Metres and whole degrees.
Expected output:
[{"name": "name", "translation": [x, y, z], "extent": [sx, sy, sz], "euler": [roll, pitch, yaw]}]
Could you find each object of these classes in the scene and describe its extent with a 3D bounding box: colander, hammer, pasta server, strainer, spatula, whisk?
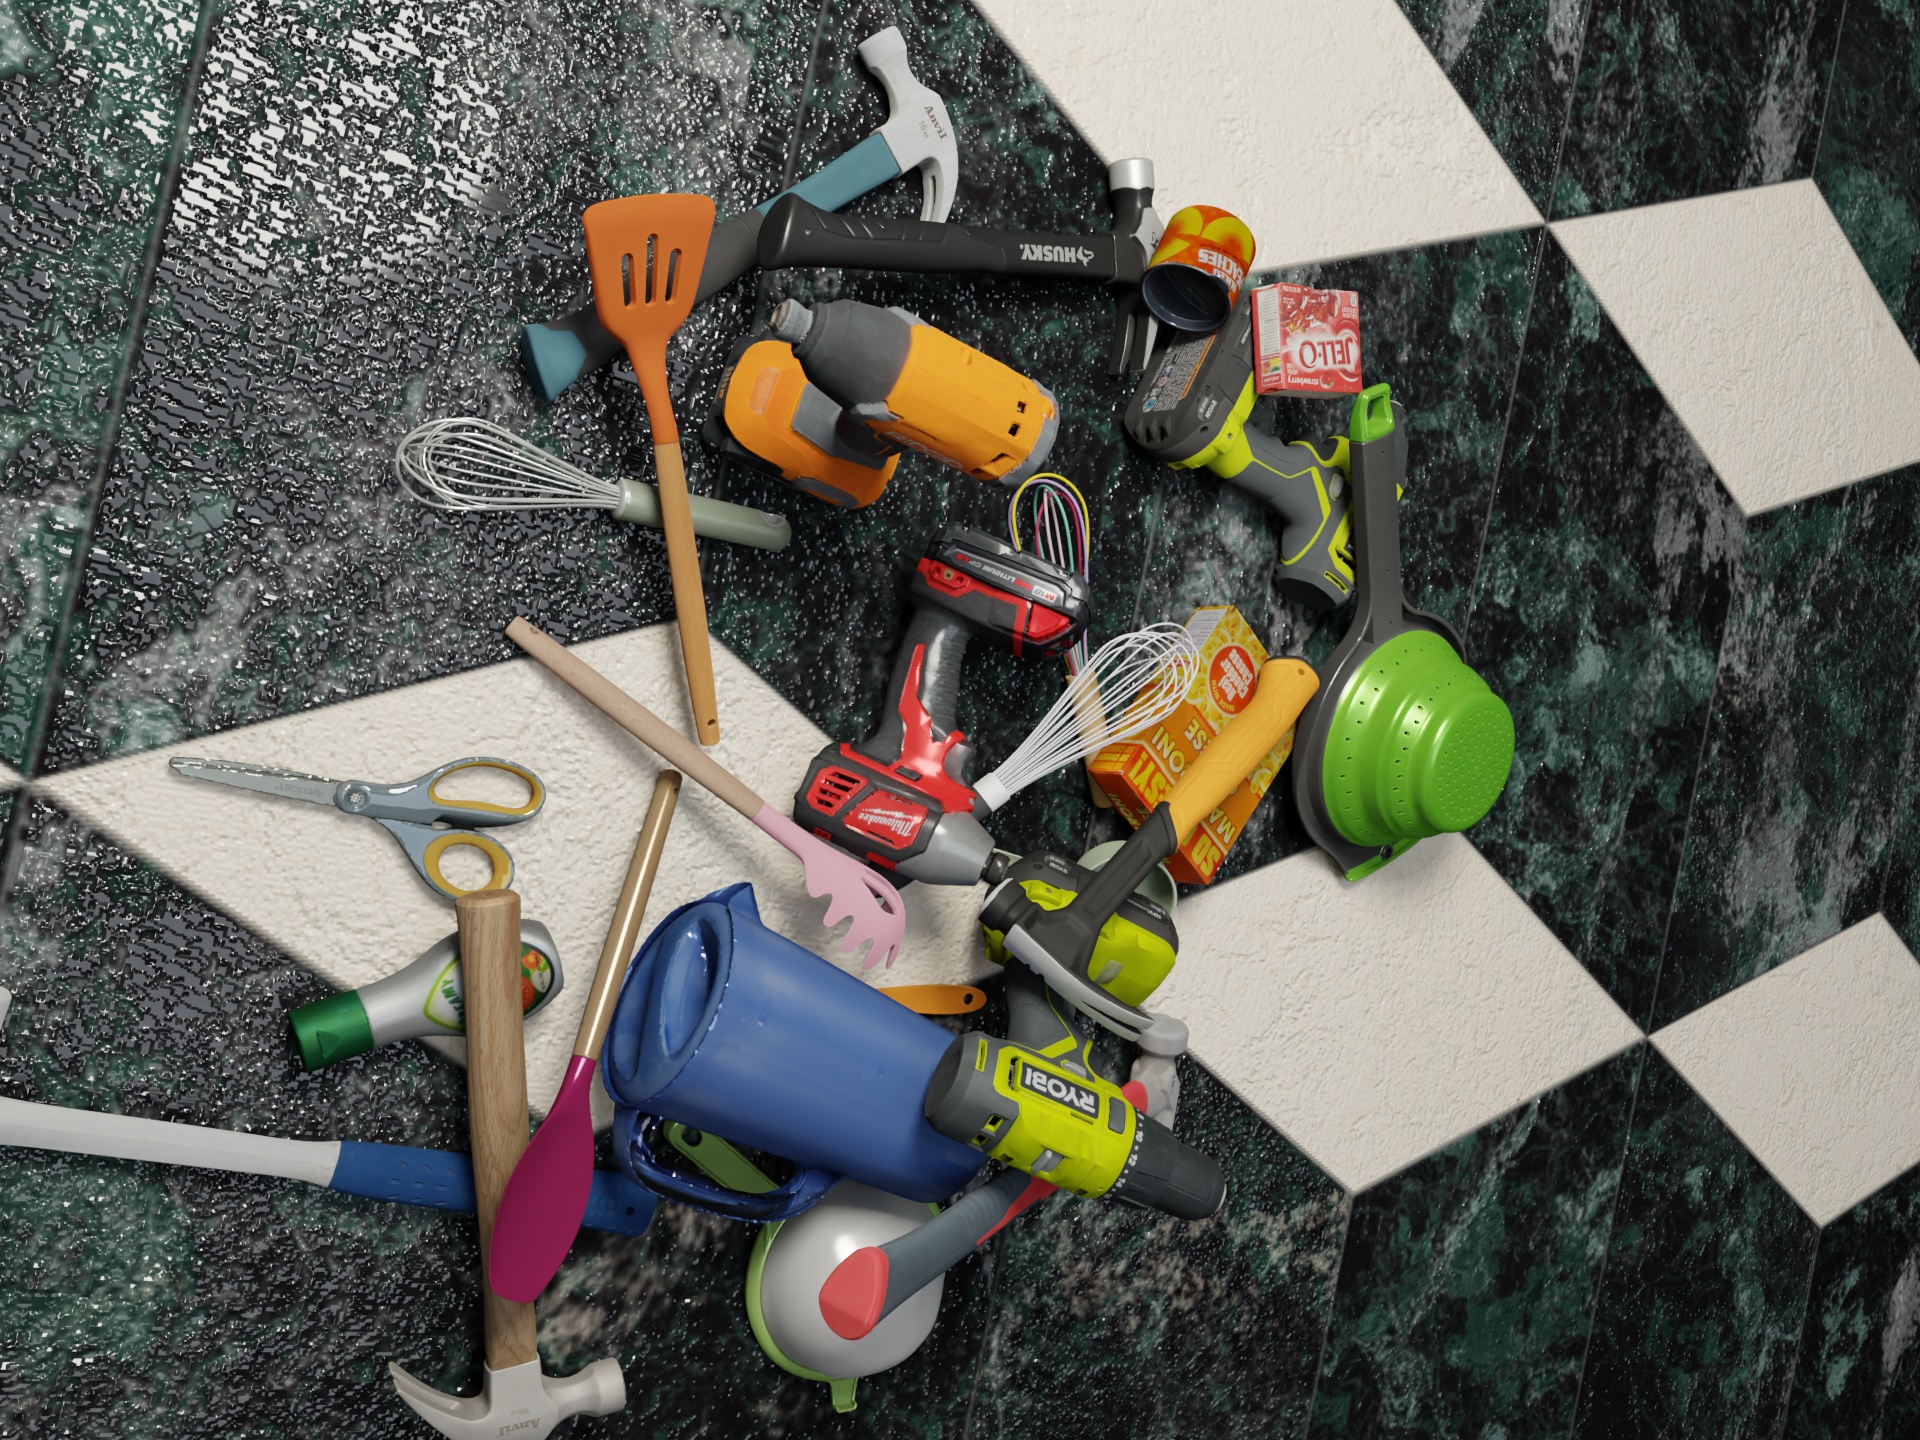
[{"name": "colander", "translation": [0.343, -0.051, 1.185], "extent": [0.204, 0.095, 0.396], "euler": [-26, 120, -30]}, {"name": "hammer", "translation": [-0.133, -0.300, 0.986], "extent": [0.331, 0.033, 0.128], "euler": [-39, 110, -21]}, {"name": "pasta server", "translation": [-0.151, 0.044, 0.978], "extent": [0.316, 0.060, 0.040], "euler": [39, 116, -13]}, {"name": "strainer", "translation": [-0.094, 0.340, 1.036], "extent": [0.151, 0.069, 0.256], "euler": [-50, 116, -17]}, {"name": "hammer", "translation": [0.040, 0.311, 1.024], "extent": [0.386, 0.038, 0.143], "euler": [-14, 116, -55]}, {"name": "spatula", "translation": [-0.165, -0.138, 0.932], "extent": [0.081, 0.041, 0.322], "euler": [-17, 110, -33]}, {"name": "whisk", "translation": [0.046, 0.028, 1.078], "extent": [0.284, 0.070, 0.070], "euler": [-37, 111, -6]}, {"name": "hammer", "translation": [-0.366, 0.254, 0.895], "extent": [0.405, 0.035, 0.144], "euler": [18, 85, -29]}, {"name": "whisk", "translation": [0.084, -0.054, 1.122], "extent": [0.047, 0.051, 0.245], "euler": [-23, 108, -32]}, {"name": "whisk", "translation": [-0.212, -0.133, 0.951], "extent": [0.246, 0.058, 0.059], "euler": [9, 124, -33]}, {"name": "hammer", "translation": [0.157, 0.064, 1.072], "extent": [0.127, 0.034, 0.337], "euler": [40, 55, 9]}, {"name": "hammer", "translation": [0.012, -0.299, 1.031], "extent": [0.334, 0.035, 0.146], "euler": [-11, 101, -40]}, {"name": "hammer", "translation": [-0.265, 0.260, 0.912], "extent": [0.130, 0.031, 0.331], "euler": [-6, 100, -29]}]

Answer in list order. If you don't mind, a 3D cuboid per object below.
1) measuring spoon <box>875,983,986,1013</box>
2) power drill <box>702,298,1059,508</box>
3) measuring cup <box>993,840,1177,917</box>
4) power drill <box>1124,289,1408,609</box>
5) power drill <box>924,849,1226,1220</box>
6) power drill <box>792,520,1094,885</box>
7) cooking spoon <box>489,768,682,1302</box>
[{"name": "measuring spoon", "translation": [-0.032, 0.191, 1.096], "extent": [0.116, 0.011, 0.021], "euler": [8, 89, -33]}, {"name": "power drill", "translation": [-0.067, -0.186, 0.919], "extent": [0.164, 0.226, 0.084], "euler": [22, 83, -29]}, {"name": "measuring cup", "translation": [0.072, 0.109, 1.134], "extent": [0.167, 0.038, 0.083], "euler": [18, 108, -12]}, {"name": "power drill", "translation": [0.240, -0.210, 1.181], "extent": [0.223, 0.080, 0.171], "euler": [34, 77, -31]}, {"name": "power drill", "translation": [0.083, 0.206, 1.026], "extent": [0.190, 0.229, 0.080], "euler": [26, 125, -11]}, {"name": "power drill", "translation": [-0.002, -0.003, 1.030], "extent": [0.143, 0.078, 0.220], "euler": [25, 81, 7]}, {"name": "cooking spoon", "translation": [-0.212, 0.173, 0.927], "extent": [0.068, 0.017, 0.319], "euler": [49, 47, -50]}]
